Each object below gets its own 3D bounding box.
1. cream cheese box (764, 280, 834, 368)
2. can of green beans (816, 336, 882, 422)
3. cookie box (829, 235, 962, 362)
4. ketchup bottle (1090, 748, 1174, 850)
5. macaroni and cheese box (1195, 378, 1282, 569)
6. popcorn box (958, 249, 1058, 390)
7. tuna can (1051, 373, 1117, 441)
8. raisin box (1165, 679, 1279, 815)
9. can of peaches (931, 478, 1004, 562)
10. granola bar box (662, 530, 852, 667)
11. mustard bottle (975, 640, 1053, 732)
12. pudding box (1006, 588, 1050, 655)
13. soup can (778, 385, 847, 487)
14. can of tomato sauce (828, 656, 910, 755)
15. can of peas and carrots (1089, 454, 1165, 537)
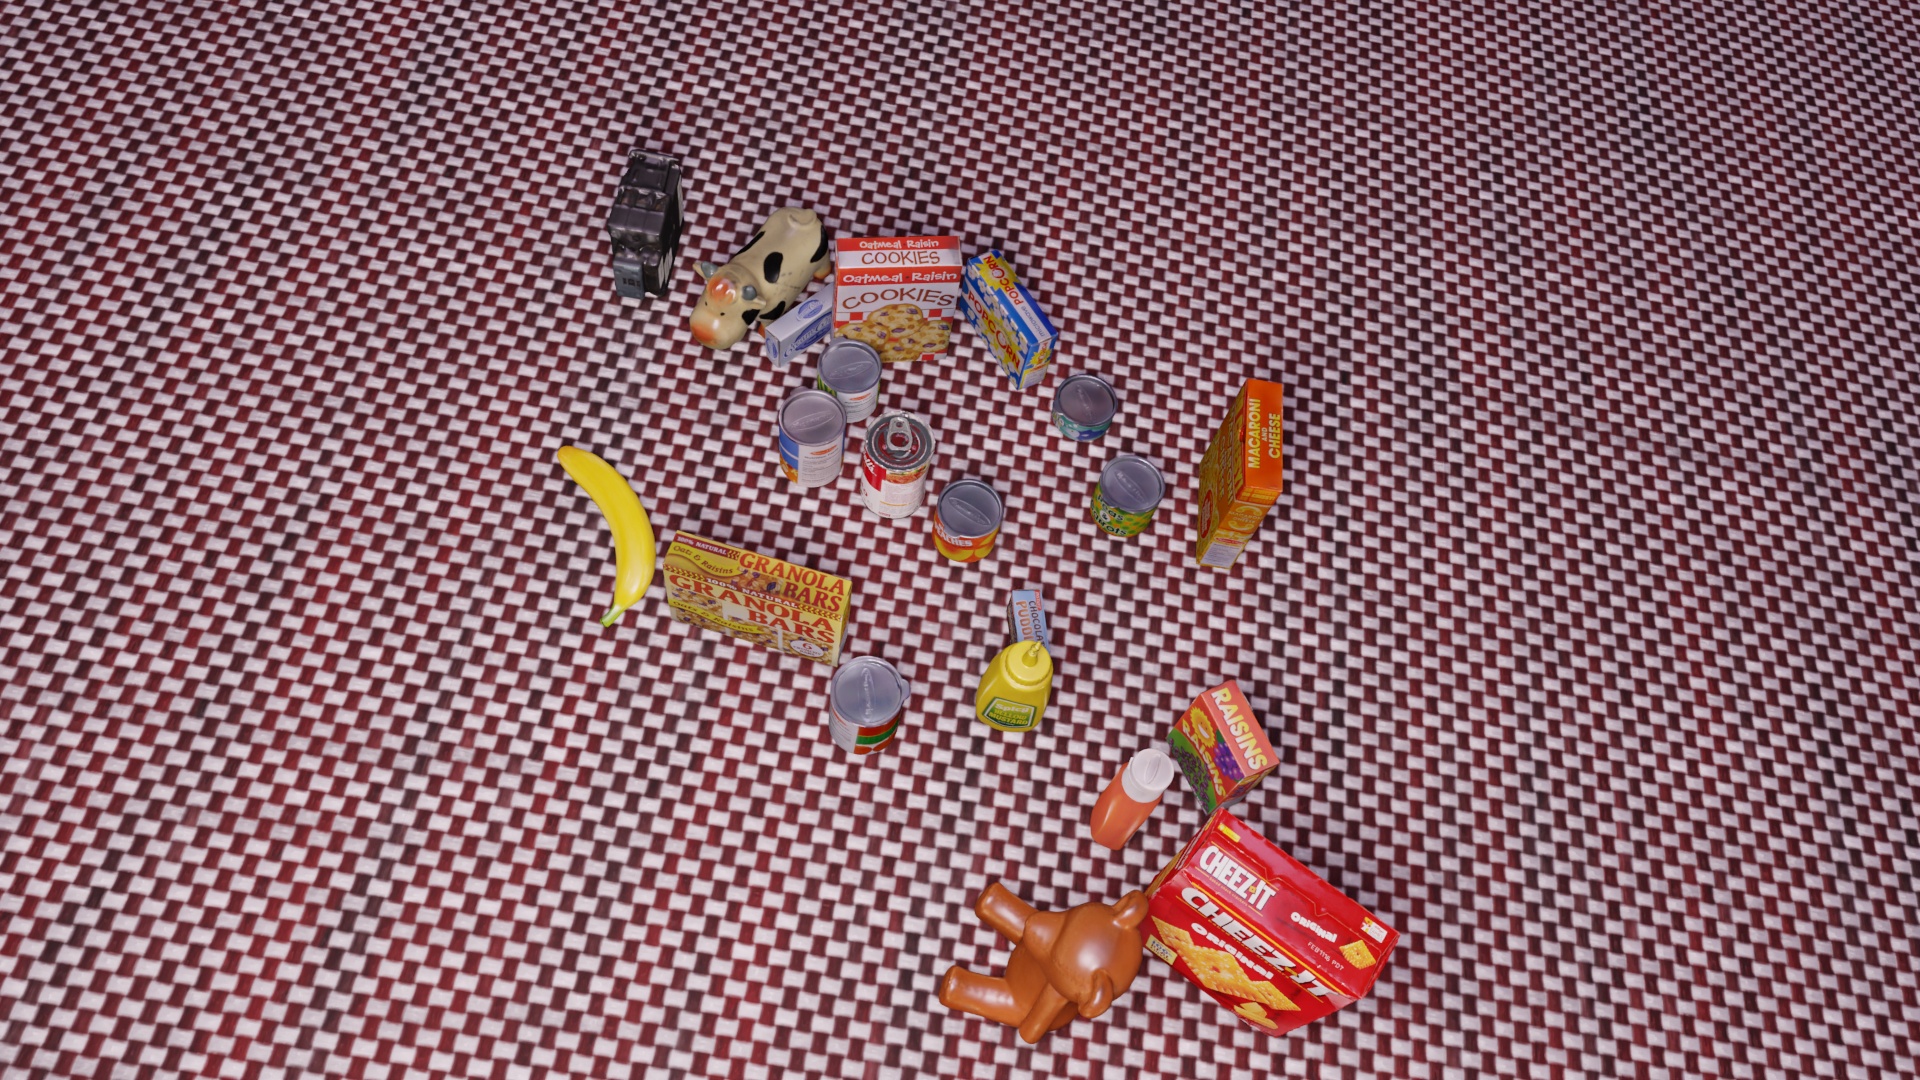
[{"bbox_3d":[-0.160,-0.229,1.464,0.104,0.053,0.024,-40,74,-23],"label":"cream cheese box"},{"bbox_3d":[-0.115,-0.164,1.434,0.071,0.057,0.071,3,62,-6],"label":"can of green beans"},{"bbox_3d":[-0.069,-0.245,1.420,0.123,0.166,0.040,-4,64,-9],"label":"cookie box"},{"bbox_3d":[0.150,0.222,1.215,0.043,0.148,0.065,24,63,5],"label":"ketchup bottle"},{"bbox_3d":[0.273,-0.063,1.370,0.040,0.165,0.124,9,62,-3],"label":"macaroni and cheese box"},{"bbox_3d":[0.050,-0.234,1.476,0.038,0.084,0.127,-26,69,-19],"label":"popcorn box"},{"bbox_3d":[0.128,-0.139,1.467,0.071,0.032,0.071,3,62,-6],"label":"tuna can"},{"bbox_3d":[0.236,0.189,1.258,0.040,0.122,0.086,-19,67,-16],"label":"raisin box"},{"bbox_3d":[0.005,-0.017,1.373,0.071,0.057,0.071,3,62,-6],"label":"can of peaches"},{"bbox_3d":[-0.184,0.055,1.273,0.166,0.123,0.039,16,62,1],"label":"granola bar box"},{"bbox_3d":[0.052,0.126,1.246,0.065,0.159,0.049,12,62,-1],"label":"mustard bottle"},{"bbox_3d":[0.065,0.094,1.327,0.030,0.049,0.084,-2,63,-8],"label":"pudding box"},{"bbox_3d":[-0.149,-0.103,1.383,0.071,0.083,0.071,3,63,-6],"label":"soup can"},{"bbox_3d":[-0.084,0.151,1.259,0.071,0.082,0.071,3,63,-6],"label":"can of tomato sauce"},{"bbox_3d":[0.167,-0.043,1.407,0.071,0.058,0.071,3,62,-6],"label":"can of peas and carrots"}]
